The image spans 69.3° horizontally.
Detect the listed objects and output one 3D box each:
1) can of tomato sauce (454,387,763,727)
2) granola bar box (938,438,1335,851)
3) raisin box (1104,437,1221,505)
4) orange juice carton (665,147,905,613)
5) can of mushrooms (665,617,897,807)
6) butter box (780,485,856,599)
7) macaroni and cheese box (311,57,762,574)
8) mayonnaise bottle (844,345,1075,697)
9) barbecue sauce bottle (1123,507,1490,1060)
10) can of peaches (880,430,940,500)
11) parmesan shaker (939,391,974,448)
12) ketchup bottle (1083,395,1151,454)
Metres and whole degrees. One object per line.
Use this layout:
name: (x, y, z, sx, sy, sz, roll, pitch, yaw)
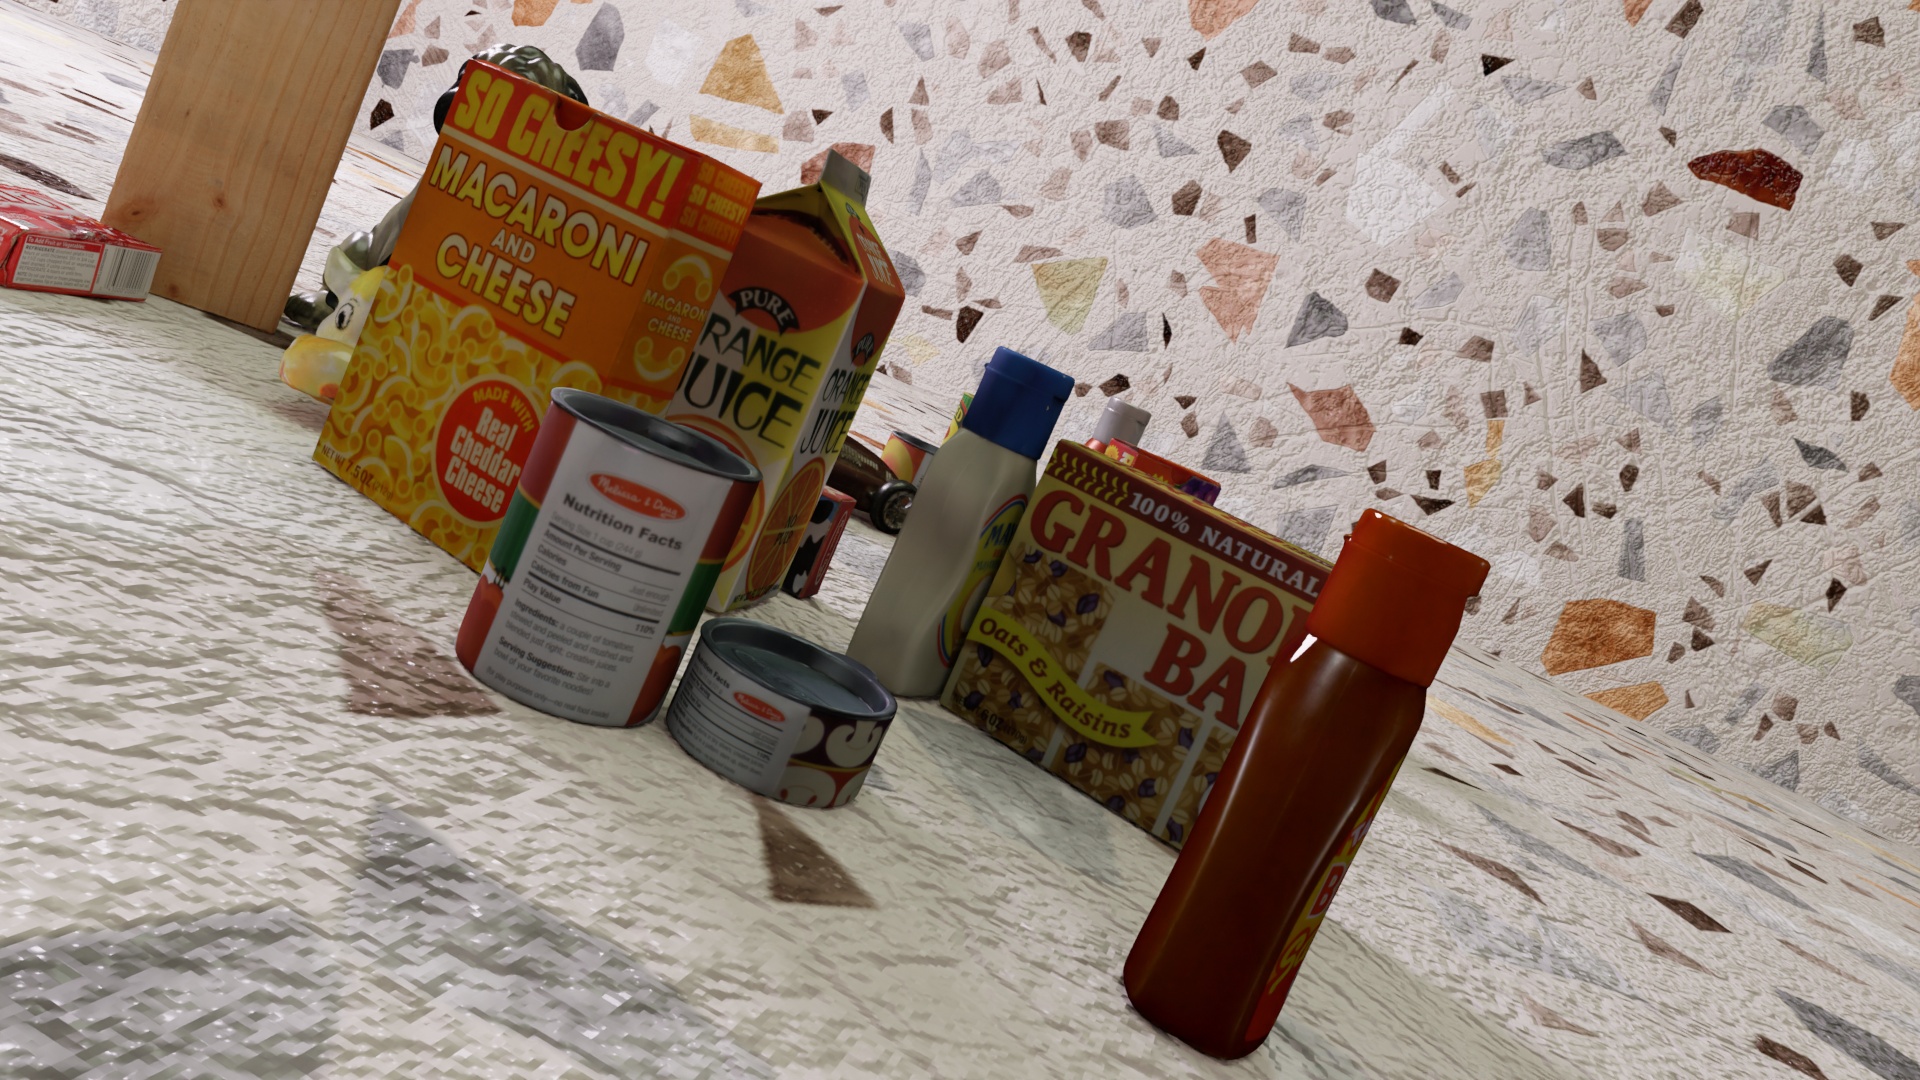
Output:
can of tomato sauce: (-0.106, 0.005, 0.422, 0.071, 0.083, 0.071, 24, 7, -3)
granola bar box: (0.086, 0.048, 0.552, 0.166, 0.124, 0.039, 28, 8, 28)
raisin box: (0.124, -0.002, 1.000, 0.086, 0.123, 0.040, 19, 9, -33)
orange juice carton: (-0.084, -0.072, 0.593, 0.073, 0.192, 0.072, 25, 7, 8)
can of mushrooms: (-0.055, 0.053, 0.435, 0.071, 0.033, 0.071, 24, 8, -3)
butter box: (-0.108, -0.017, 0.672, 0.103, 0.053, 0.024, 26, 7, 11)
macaroni and cheese box: (-0.159, -0.078, 0.510, 0.124, 0.166, 0.040, 28, 8, 26)
mayonnaise bottle: (0.002, -0.007, 0.584, 0.041, 0.148, 0.065, 27, 8, 21)
barbecue sauce bottle: (0.095, 0.065, 0.383, 0.044, 0.148, 0.065, 27, 8, 18)
can of peaches: (-0.034, -0.044, 1.050, 0.071, 0.058, 0.071, 24, 8, -3)
parmesan shaker: (0.012, -0.062, 1.138, 0.071, 0.103, 0.071, 24, 7, -3)
ketchup bottle: (0.106, -0.042, 1.120, 0.043, 0.148, 0.065, 30, 9, 37)
